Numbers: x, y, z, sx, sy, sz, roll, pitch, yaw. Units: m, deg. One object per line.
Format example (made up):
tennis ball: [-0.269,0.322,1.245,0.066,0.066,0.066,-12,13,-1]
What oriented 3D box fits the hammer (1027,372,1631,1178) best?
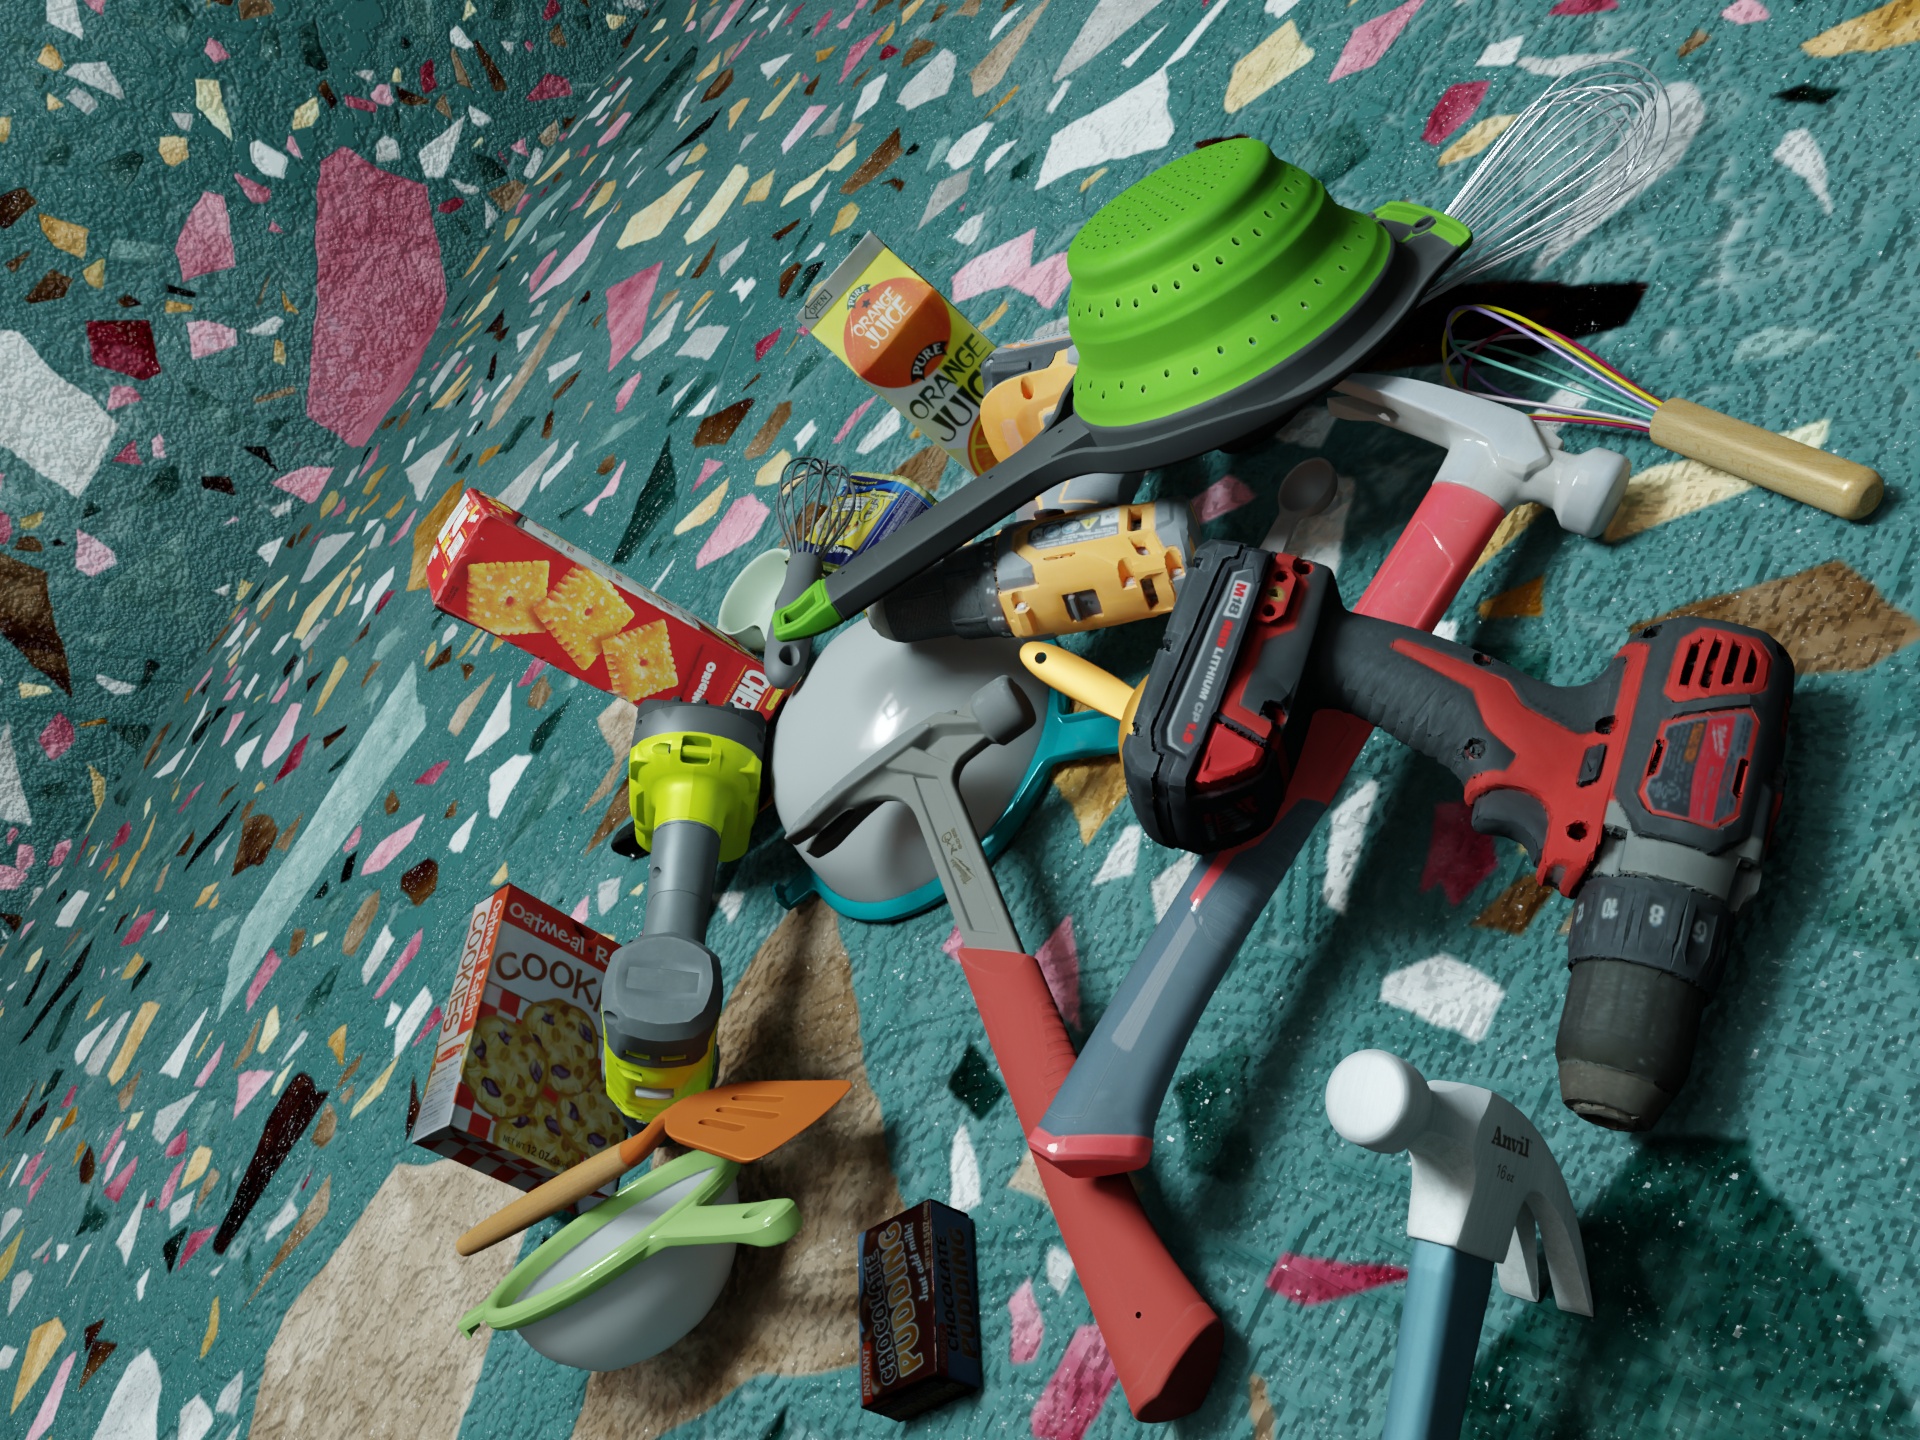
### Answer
hammer: [0.132,0.016,0.683,0.143,0.038,0.386,27,75,28]

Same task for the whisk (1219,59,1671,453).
whisk: [0.244,-0.236,0.846,0.284,0.070,0.070,-38,36,29]

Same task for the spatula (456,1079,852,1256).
spatula: [-0.187,0.250,0.862,0.322,0.041,0.081,-35,-4,36]

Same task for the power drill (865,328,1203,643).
power drill: [0.046,-0.130,0.908,0.185,0.084,0.226,-10,43,17]

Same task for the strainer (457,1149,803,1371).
strainer: [-0.136,0.274,0.789,0.151,0.069,0.256,-32,3,-40]

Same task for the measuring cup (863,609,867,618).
measuring cup: [-0.044,-0.084,0.991,0.062,0.029,0.156,-20,-2,6]

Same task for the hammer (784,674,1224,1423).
hammer: [0.021,0.142,0.724,0.149,0.036,0.360,-36,47,15]

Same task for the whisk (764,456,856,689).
whisk: [-0.102,-0.100,1.020,0.055,0.055,0.239,-33,32,27]

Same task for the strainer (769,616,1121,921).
strainer: [-0.001,-0.003,0.890,0.340,0.095,0.211,-10,52,47]

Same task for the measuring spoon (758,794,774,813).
measuring spoon: [-0.130,0.054,1.072,0.117,0.011,0.021,-34,40,32]

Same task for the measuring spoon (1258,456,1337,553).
measuring spoon: [0.166,-0.081,0.839,0.034,0.018,0.124,23,85,56]

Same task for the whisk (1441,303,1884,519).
whisk: [0.299,-0.136,0.709,0.245,0.051,0.047,46,118,52]

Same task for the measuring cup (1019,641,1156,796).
measuring cup: [0.087,-0.008,0.770,0.174,0.052,0.095,30,86,31]

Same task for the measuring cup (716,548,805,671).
measuring cup: [-0.127,-0.065,1.152,0.083,0.038,0.168,-47,36,9]

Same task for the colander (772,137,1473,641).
colander: [0.052,-0.177,0.799,0.397,0.094,0.205,-32,27,6]

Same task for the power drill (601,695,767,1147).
power drill: [-0.163,0.121,0.921,0.190,0.080,0.229,105,168,-53]

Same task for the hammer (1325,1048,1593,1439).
hammer: [0.127,0.276,0.481,0.033,0.128,0.331,-2,67,50]

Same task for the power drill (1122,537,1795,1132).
power drill: [0.178,0.034,0.594,0.227,0.080,0.188,15,70,20]
